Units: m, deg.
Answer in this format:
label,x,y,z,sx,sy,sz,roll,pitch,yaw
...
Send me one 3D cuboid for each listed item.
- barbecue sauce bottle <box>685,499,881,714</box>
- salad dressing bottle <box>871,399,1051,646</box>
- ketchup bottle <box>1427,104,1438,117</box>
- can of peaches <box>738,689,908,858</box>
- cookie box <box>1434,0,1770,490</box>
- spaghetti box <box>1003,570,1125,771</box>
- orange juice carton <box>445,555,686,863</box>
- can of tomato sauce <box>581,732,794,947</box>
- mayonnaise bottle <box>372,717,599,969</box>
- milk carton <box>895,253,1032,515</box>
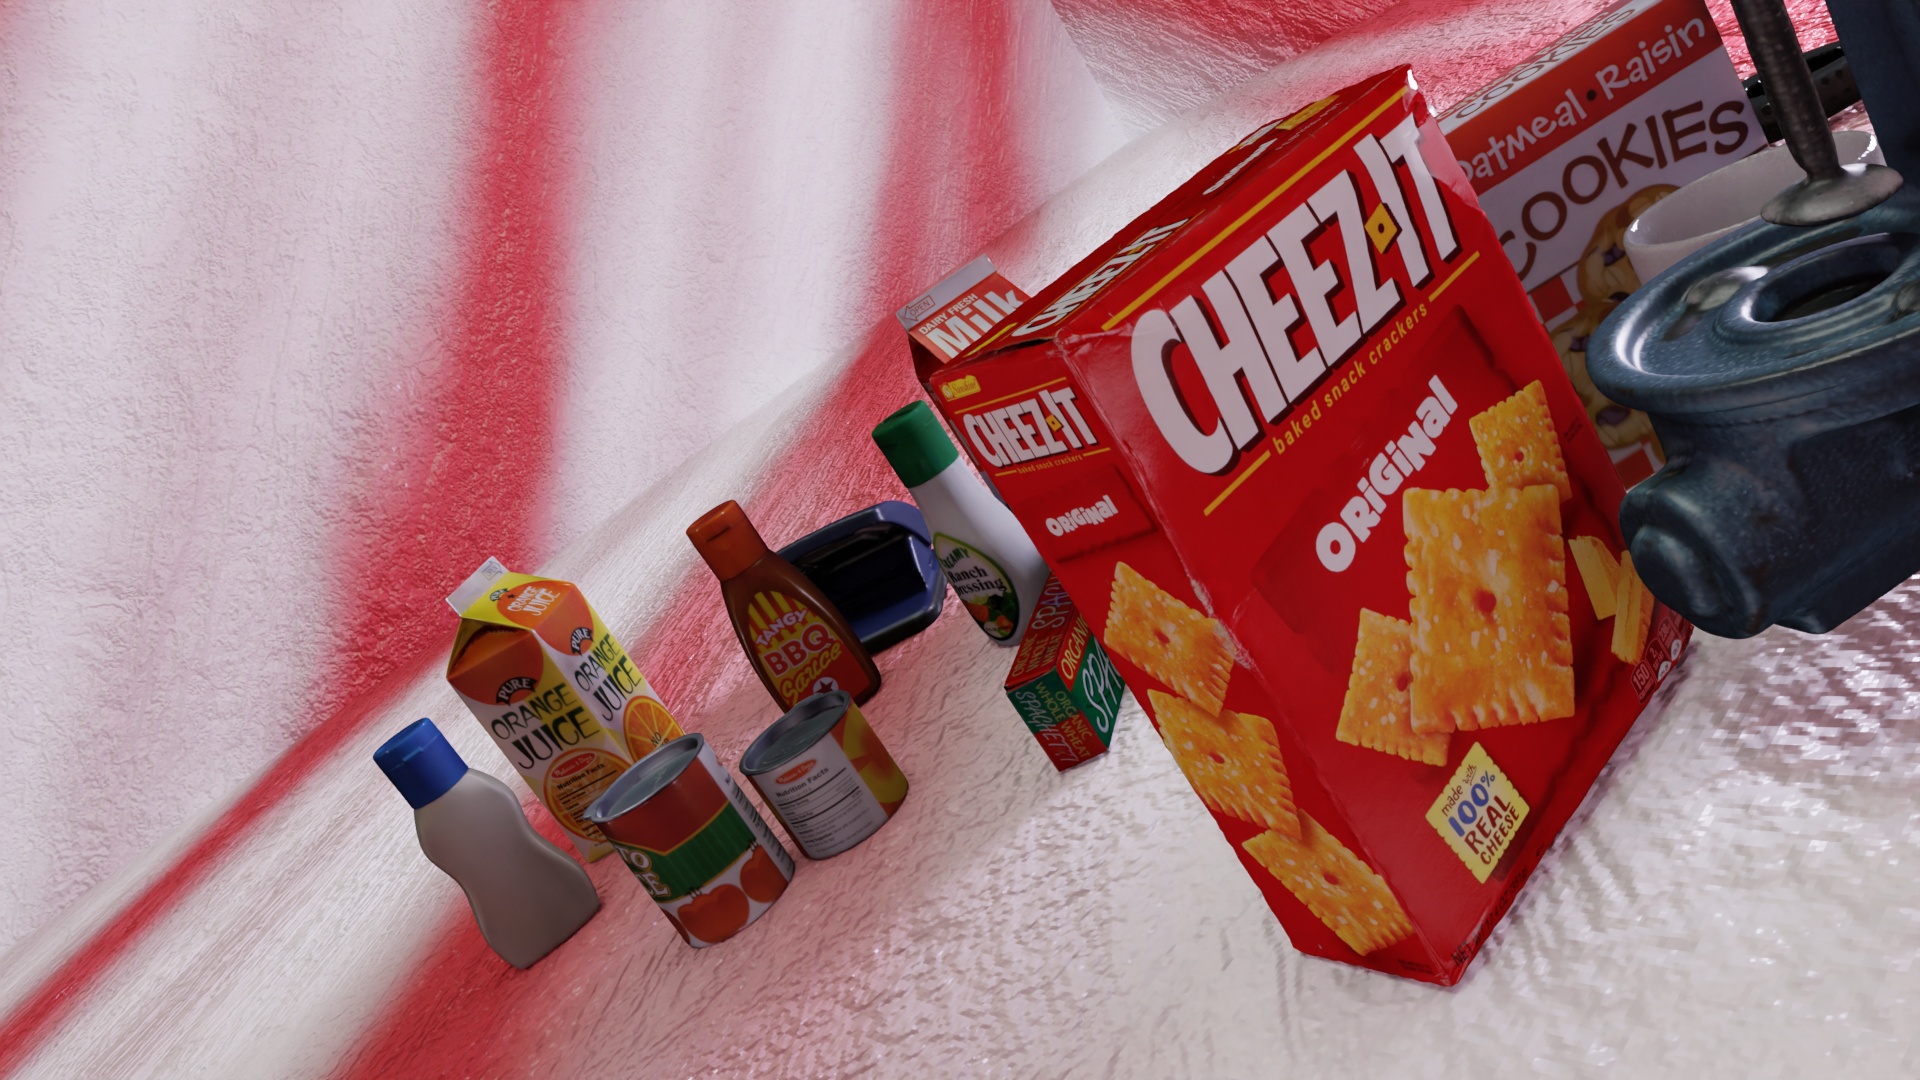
label,x,y,z,sx,sy,sz,roll,pitch,yaw
barbecue sauce bottle,-0.113,0.045,0.856,0.065,0.148,0.044,-33,14,0
salad dressing bottle,0.003,-0.010,0.795,0.044,0.147,0.064,-42,17,-33
ketchup bottle,0.258,-0.150,0.716,0.065,0.148,0.043,-33,14,-1
can of peaches,-0.068,0.118,0.706,0.071,0.058,0.071,-30,14,9
cookie box,0.264,-0.117,0.560,0.123,0.167,0.040,-32,14,3
spaghetti box,0.070,0.029,0.721,0.028,0.050,0.251,-26,16,24
orange juice carton,-0.252,0.100,0.879,0.073,0.192,0.072,-29,15,16
can of tomato sauce,-0.134,0.149,0.688,0.071,0.083,0.071,-31,14,9
mayonnaise bottle,-0.271,0.168,0.785,0.065,0.148,0.041,-38,15,-19
milk carton,0.039,-0.078,0.857,0.072,0.190,0.073,-36,15,-14
